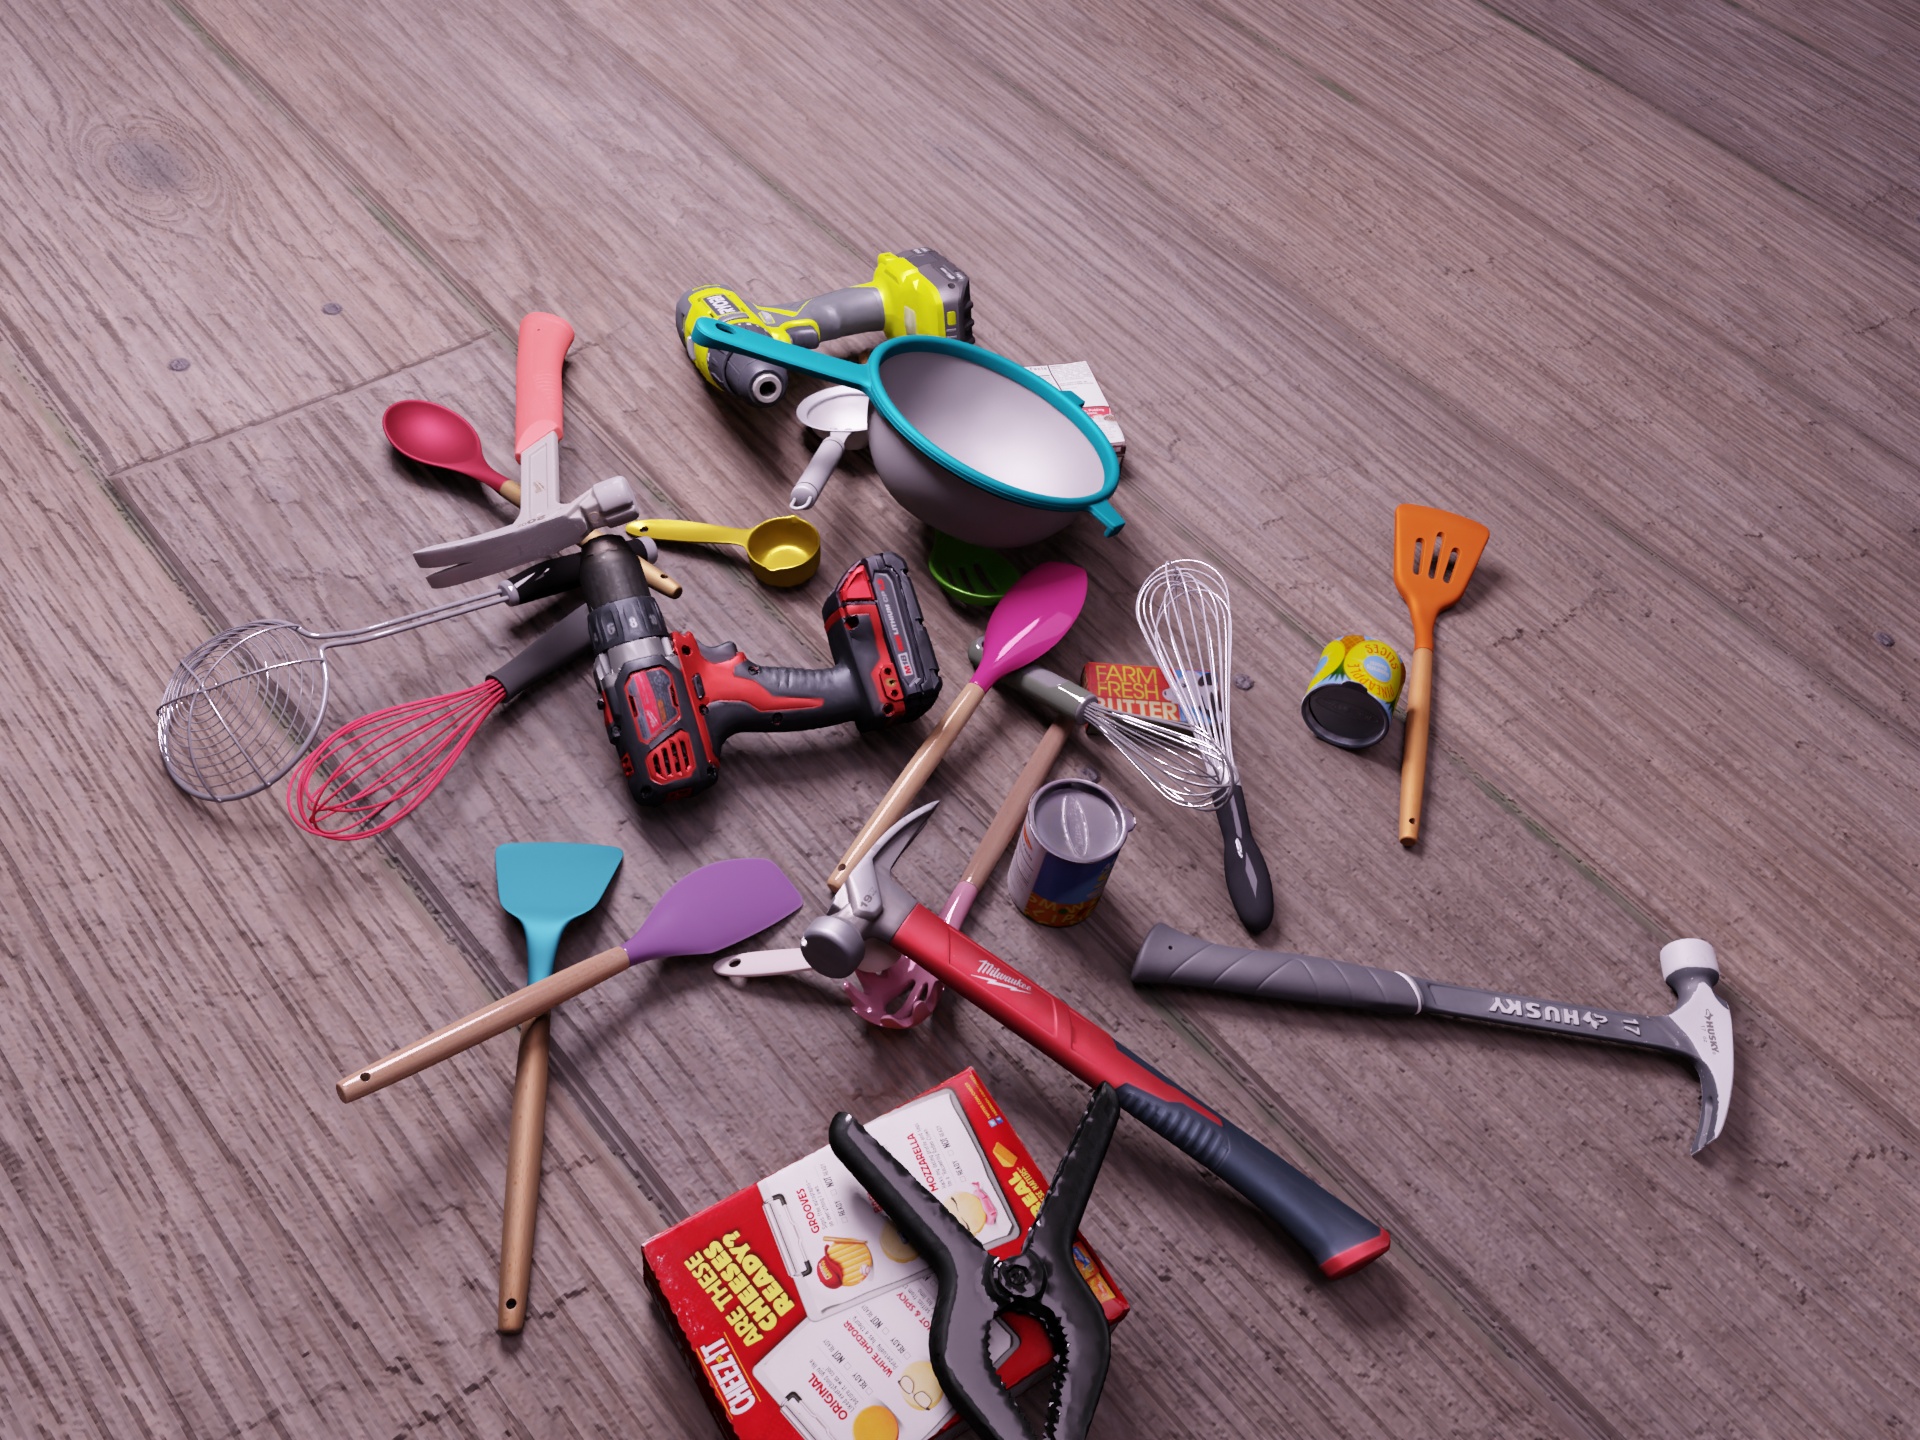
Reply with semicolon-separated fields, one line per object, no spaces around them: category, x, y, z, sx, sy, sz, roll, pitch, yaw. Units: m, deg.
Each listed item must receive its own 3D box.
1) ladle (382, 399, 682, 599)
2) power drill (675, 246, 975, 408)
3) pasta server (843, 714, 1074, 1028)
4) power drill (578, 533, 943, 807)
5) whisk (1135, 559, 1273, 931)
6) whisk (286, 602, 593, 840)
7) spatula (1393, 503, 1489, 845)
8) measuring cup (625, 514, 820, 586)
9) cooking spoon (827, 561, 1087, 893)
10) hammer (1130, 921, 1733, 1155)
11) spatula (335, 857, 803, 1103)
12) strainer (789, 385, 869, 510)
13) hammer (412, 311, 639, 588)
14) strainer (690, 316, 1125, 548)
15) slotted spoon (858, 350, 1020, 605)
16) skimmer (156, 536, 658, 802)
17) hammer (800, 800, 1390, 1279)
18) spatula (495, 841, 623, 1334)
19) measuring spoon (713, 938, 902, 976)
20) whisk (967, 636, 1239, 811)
ladle;-0.322;-0.165;1.193;0.316;0.031;0.069;31;42;25
power drill;-0.108;-0.320;1.313;0.228;0.080;0.191;-15;35;-16
pasta server;0.015;0.089;1.077;0.060;0.040;0.316;10;46;27
power drill;-0.145;-0.055;1.101;0.226;0.080;0.188;-15;83;-19
whisk;0.179;0.013;1.132;0.070;0.070;0.285;-4;68;-13
whisk;-0.330;-0.011;1.083;0.073;0.073;0.296;33;48;15
spatula;0.361;-0.040;1.237;0.081;0.041;0.323;16;52;2
measuring cup;-0.183;-0.134;1.229;0.156;0.029;0.062;7;51;11
cooking spoon;-0.002;-0.004;1.128;0.069;0.017;0.319;16;57;33
hammer;0.315;0.189;1.055;0.409;0.036;0.149;9;53;-3
spatula;-0.226;0.151;0.960;0.316;0.018;0.060;-25;63;-41
strainer;-0.101;-0.215;1.253;0.087;0.050;0.259;3;30;8
hammer;-0.325;-0.219;1.194;0.149;0.036;0.359;-19;38;-1
strainer;-0.048;-0.213;1.203;0.340;0.095;0.211;14;38;-20
slotted spoon;-0.030;-0.201;1.302;0.070;0.031;0.314;-6;52;-24
skimmer;-0.376;-0.051;1.123;0.363;0.090;0.127;-24;55;-37
hammer;0.095;0.200;0.969;0.386;0.038;0.143;35;44;5
spatula;-0.253;0.203;0.952;0.082;0.044;0.318;2;57;-9
measuring spoon;-0.098;0.146;1.002;0.124;0.018;0.034;-7;36;8
whisk;0.096;-0.005;1.129;0.247;0.059;0.058;31;39;35
